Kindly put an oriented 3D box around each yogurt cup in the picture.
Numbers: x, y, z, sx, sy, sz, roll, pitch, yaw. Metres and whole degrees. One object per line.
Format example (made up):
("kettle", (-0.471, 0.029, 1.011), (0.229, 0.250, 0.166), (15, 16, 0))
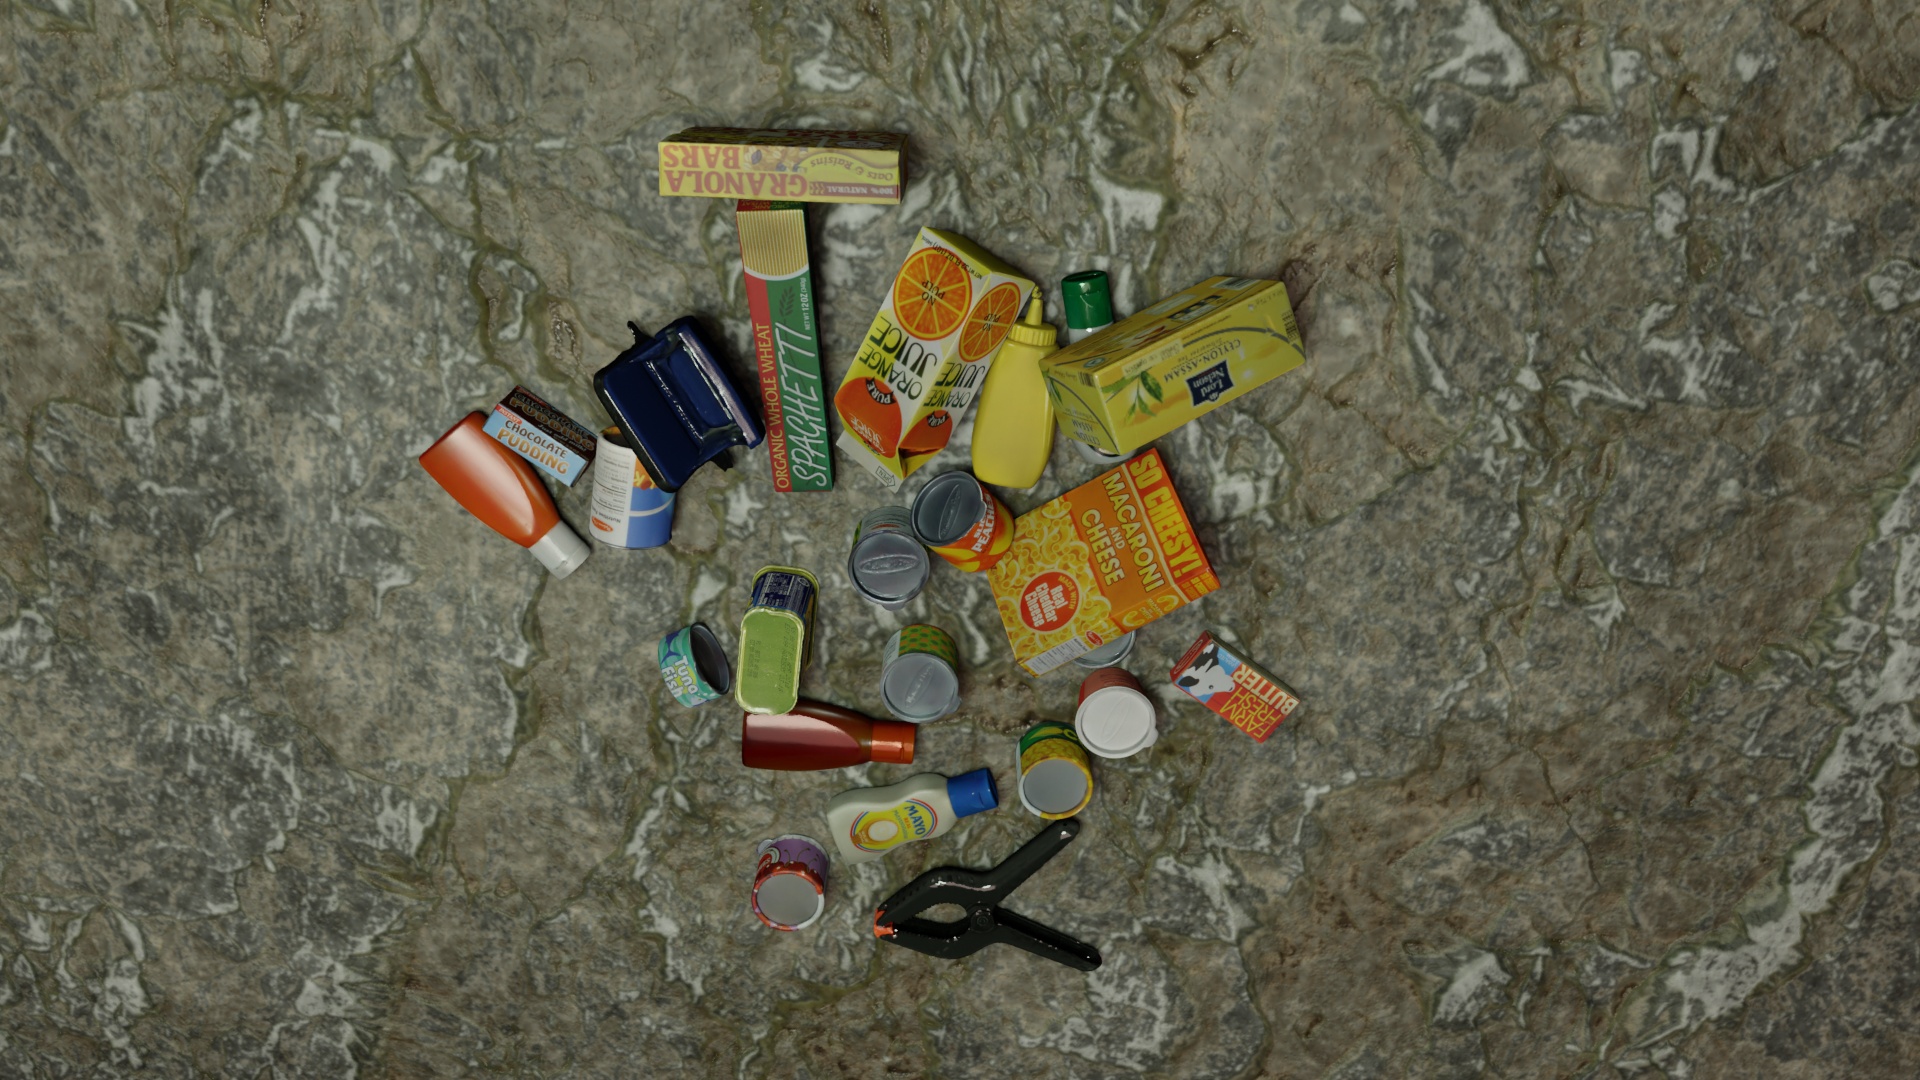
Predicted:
("yogurt cup", (0.131, 0.145, 1.194), (0.072, 0.054, 0.072), (0, 111, 0))

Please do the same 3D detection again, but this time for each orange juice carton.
("orange juice carton", (-0.030, -0.135, 1.062), (0.072, 0.073, 0.192), (38, 110, 23))

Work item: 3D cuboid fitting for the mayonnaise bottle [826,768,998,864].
("mayonnaise bottle", (-0.041, 0.240, 1.238), (0.148, 0.041, 0.064), (-18, 109, 8))

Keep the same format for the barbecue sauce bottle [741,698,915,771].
("barbecue sauce bottle", (-0.114, 0.172, 1.212), (0.149, 0.044, 0.064), (5, 112, -2))

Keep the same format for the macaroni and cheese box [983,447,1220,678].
("macaroni and cheese box", (0.107, 0.017, 1.106), (0.166, 0.124, 0.040), (-27, 146, 13))

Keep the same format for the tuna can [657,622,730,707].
("tuna can", (-0.225, 0.106, 1.172), (0.033, 0.071, 0.071), (-24, 109, 10))

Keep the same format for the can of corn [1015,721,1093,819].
("can of corn", (0.084, 0.200, 1.213), (0.071, 0.058, 0.071), (0, 112, 0))

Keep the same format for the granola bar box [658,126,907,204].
("granola bar box", (-0.122, -0.271, 0.996), (0.166, 0.125, 0.039), (2, 111, 0))

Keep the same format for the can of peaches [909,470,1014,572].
("can of peaches", (0.004, -0.014, 1.115), (0.071, 0.071, 0.058), (-34, 143, 13))

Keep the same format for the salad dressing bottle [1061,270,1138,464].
("salad dressing bottle", (0.107, -0.136, 1.090), (0.064, 0.044, 0.147), (-13, 111, -5))

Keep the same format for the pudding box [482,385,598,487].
("pudding box", (-0.332, -0.083, 1.110), (0.083, 0.050, 0.030), (35, 109, -12))

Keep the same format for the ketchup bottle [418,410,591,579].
("ketchup bottle", (-0.366, -0.032, 1.133), (0.064, 0.044, 0.148), (-36, 107, 14))

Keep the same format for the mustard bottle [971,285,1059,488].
("mustard bottle", (0.049, -0.122, 1.093), (0.065, 0.049, 0.159), (12, 111, 2))

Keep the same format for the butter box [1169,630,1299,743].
("butter box", (0.238, 0.127, 1.202), (0.103, 0.024, 0.053), (34, 107, -12))

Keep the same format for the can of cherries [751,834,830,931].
("can of cherries", (-0.156, 0.309, 1.257), (0.071, 0.058, 0.071), (0, 112, 0))

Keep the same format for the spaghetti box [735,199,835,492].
("spaghetti box", (-0.130, -0.143, 1.063), (0.050, 0.029, 0.248), (-1, 127, 2))

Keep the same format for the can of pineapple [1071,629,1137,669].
("can of pineapple", (0.112, 0.064, 1.160), (0.071, 0.058, 0.070), (0, 111, 0))

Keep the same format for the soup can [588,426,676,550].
("soup can", (-0.260, -0.044, 1.119), (0.071, 0.071, 0.083), (10, 110, -3))

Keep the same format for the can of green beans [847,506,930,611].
("can of green beans", (-0.057, 0.012, 1.141), (0.071, 0.058, 0.071), (0, 111, 0))

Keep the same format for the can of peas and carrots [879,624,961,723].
("can of peas and carrots", (-0.032, 0.113, 1.180), (0.071, 0.059, 0.070), (0, 112, 0))
